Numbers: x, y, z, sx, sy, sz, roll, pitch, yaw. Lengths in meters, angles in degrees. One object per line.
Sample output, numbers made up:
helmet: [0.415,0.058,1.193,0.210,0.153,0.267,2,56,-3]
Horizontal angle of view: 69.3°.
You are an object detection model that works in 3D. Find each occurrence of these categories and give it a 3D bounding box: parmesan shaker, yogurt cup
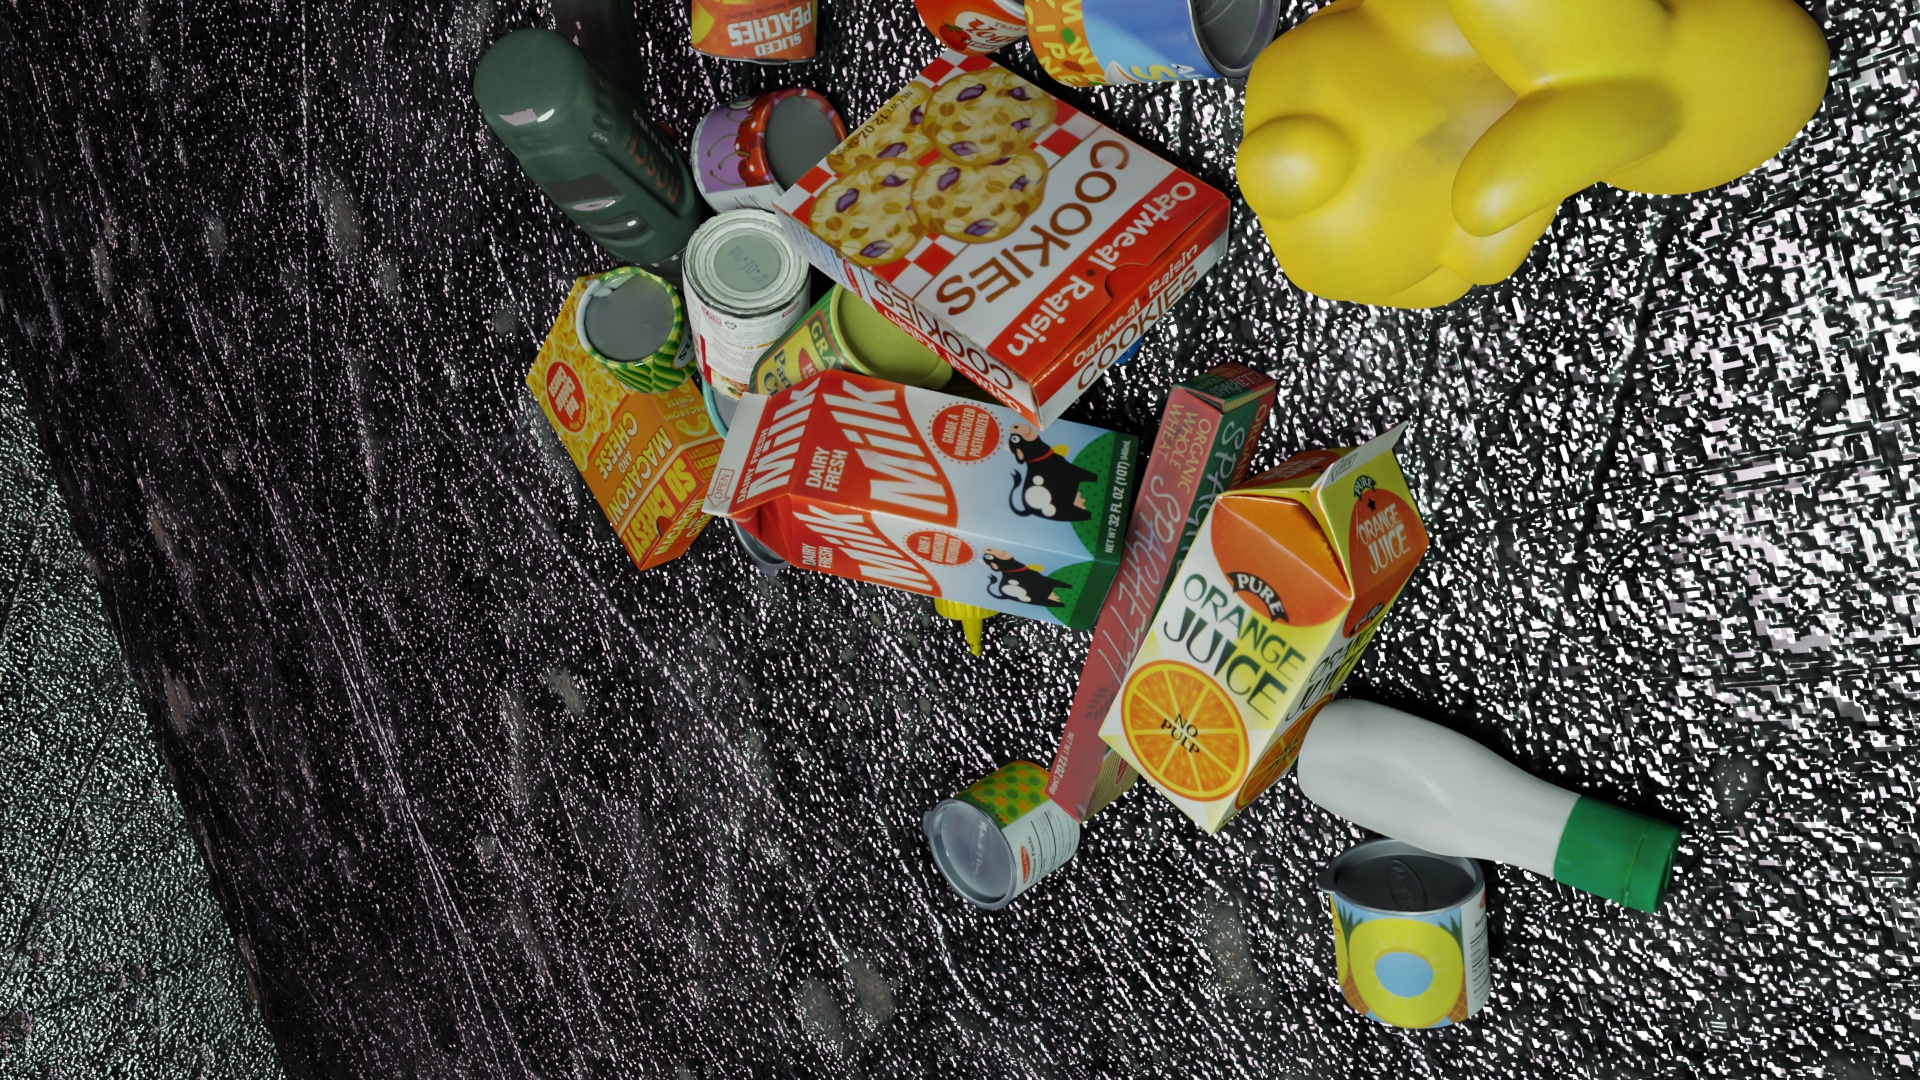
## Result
parmesan shaker: [-0.056,-0.087,0.704,0.102,0.071,0.071,-29,86,54]
yogurt cup: [0.014,-0.254,0.622,0.054,0.073,0.072,-16,95,55]

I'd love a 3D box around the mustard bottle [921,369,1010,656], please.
mustard bottle: [0.003,-0.009,0.744,0.065,0.049,0.159,12,115,44]

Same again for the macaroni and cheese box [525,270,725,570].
macaroni and cheese box: [-0.225,-0.080,0.945,0.166,0.040,0.123,57,137,11]

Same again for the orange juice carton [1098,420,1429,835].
orange juice carton: [0.138,0.032,0.611,0.073,0.072,0.191,40,131,25]

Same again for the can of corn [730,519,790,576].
can of corn: [-0.096,-0.020,0.829,0.071,0.058,0.071,19,119,38]

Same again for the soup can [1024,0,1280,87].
soup can: [0.079,-0.219,0.571,0.084,0.071,0.071,12,115,42]

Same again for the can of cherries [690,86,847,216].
can of cherries: [-0.102,-0.210,0.752,0.058,0.072,0.071,4,109,43]

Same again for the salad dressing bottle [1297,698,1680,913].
salad dressing bottle: [0.218,0.111,0.583,0.148,0.044,0.064,18,141,35]

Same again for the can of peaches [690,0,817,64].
can of peaches: [-0.106,-0.284,0.724,0.071,0.071,0.057,27,123,35]

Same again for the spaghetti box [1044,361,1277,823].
spaghetti box: [0.093,0.031,0.671,0.029,0.050,0.248,34,127,29]

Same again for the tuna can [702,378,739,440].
tuna can: [-0.125,-0.088,0.849,0.071,0.033,0.070,19,119,39]

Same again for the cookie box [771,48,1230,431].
cookie box: [0.017,-0.141,0.622,0.168,0.123,0.040,39,166,27]

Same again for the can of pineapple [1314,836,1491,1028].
can of pineapple: [0.196,0.172,0.614,0.071,0.071,0.057,5,111,43]

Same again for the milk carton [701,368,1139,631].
milk carton: [-0.019,-0.022,0.654,0.191,0.072,0.073,13,151,1]

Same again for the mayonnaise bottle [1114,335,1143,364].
mayonnaise bottle: [0.021,-0.117,0.688,0.148,0.041,0.064,18,123,38]

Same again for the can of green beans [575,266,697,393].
can of green beans: [-0.198,-0.130,0.864,0.071,0.071,0.057,58,178,10]

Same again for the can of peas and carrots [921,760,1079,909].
can of peas and carrots: [0.023,0.165,0.789,0.071,0.059,0.070,19,119,39]
